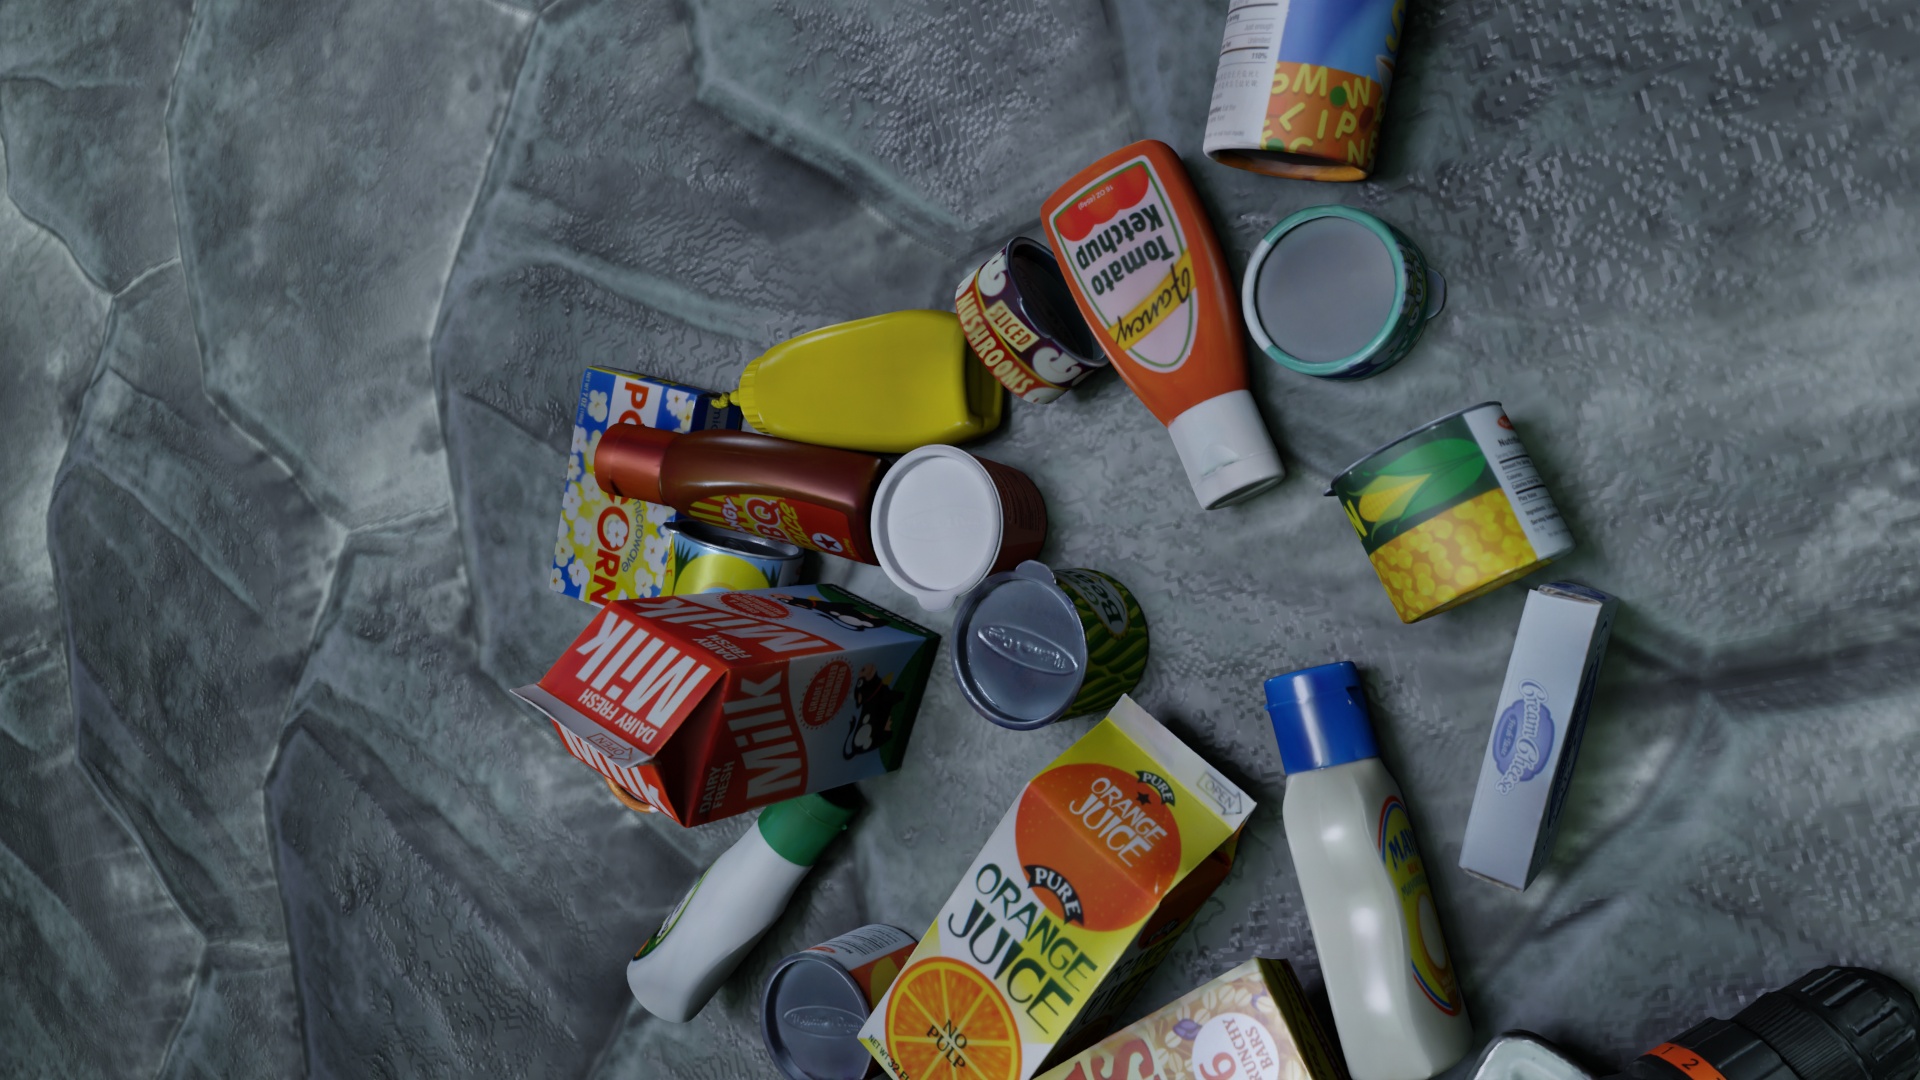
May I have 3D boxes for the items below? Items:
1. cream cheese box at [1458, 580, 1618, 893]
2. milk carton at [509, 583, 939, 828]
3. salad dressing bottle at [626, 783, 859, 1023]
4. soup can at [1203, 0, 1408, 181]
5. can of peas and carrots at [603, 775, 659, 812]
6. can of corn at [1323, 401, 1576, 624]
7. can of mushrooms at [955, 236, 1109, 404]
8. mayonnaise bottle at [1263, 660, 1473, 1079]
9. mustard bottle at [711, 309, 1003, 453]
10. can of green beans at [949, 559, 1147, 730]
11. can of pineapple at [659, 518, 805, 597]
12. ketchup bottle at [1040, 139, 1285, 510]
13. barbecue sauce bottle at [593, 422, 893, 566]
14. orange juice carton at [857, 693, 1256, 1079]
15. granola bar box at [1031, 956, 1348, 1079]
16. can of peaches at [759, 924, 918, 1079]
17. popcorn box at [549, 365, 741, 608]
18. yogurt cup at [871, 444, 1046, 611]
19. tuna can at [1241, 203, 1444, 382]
[{"bbox_3d":[0.204,0.067,0.490,0.024,0.053,0.103,16,99,30],"label":"cream cheese box"},{"bbox_3d":[-0.098,0.068,0.604,0.072,0.191,0.073,24,104,31],"label":"milk carton"},{"bbox_3d":[-0.107,0.174,0.691,0.044,0.064,0.147,41,103,6],"label":"salad dressing bottle"},{"bbox_3d":[0.135,-0.184,0.529,0.071,0.071,0.083,14,99,32],"label":"soup can"},{"bbox_3d":[-0.145,0.101,0.713,0.071,0.059,0.071,0,90,33],"label":"can of peas and carrots"},{"bbox_3d":[0.175,-0.008,0.501,0.071,0.071,0.058,-31,74,29],"label":"can of corn"},{"bbox_3d":[0.030,-0.093,0.592,0.033,0.071,0.071,-34,72,31],"label":"can of mushrooms"},{"bbox_3d":[0.150,0.121,0.522,0.041,0.065,0.148,-20,76,32],"label":"mayonnaise bottle"},{"bbox_3d":[-0.056,-0.073,0.661,0.160,0.049,0.065,1,90,34],"label":"mustard bottle"},{"bbox_3d":[0.039,0.045,0.594,0.071,0.058,0.071,0,91,33],"label":"can of green beans"},{"bbox_3d":[-0.117,0.025,0.690,0.071,0.071,0.057,20,102,31],"label":"can of pineapple"},{"bbox_3d":[0.088,-0.086,0.571,0.064,0.043,0.149,-28,76,27],"label":"ketchup bottle"},{"bbox_3d":[-0.102,-0.027,0.664,0.148,0.064,0.044,12,64,18],"label":"barbecue sauce bottle"},{"bbox_3d":[0.044,0.159,0.583,0.072,0.073,0.192,41,111,27],"label":"orange juice carton"},{"bbox_3d":[0.096,0.251,0.488,0.124,0.039,0.166,-36,56,19],"label":"granola bar box"},{"bbox_3d":[-0.051,0.222,0.653,0.071,0.058,0.071,1,91,32],"label":"can of peaches"},{"bbox_3d":[-0.168,-0.024,0.740,0.085,0.038,0.126,16,99,31],"label":"popcorn box"},{"bbox_3d":[0.002,-0.008,0.620,0.072,0.054,0.072,0,90,33],"label":"yogurt cup"},{"bbox_3d":[0.147,-0.095,0.538,0.071,0.033,0.071,0,91,34],"label":"tuna can"}]
